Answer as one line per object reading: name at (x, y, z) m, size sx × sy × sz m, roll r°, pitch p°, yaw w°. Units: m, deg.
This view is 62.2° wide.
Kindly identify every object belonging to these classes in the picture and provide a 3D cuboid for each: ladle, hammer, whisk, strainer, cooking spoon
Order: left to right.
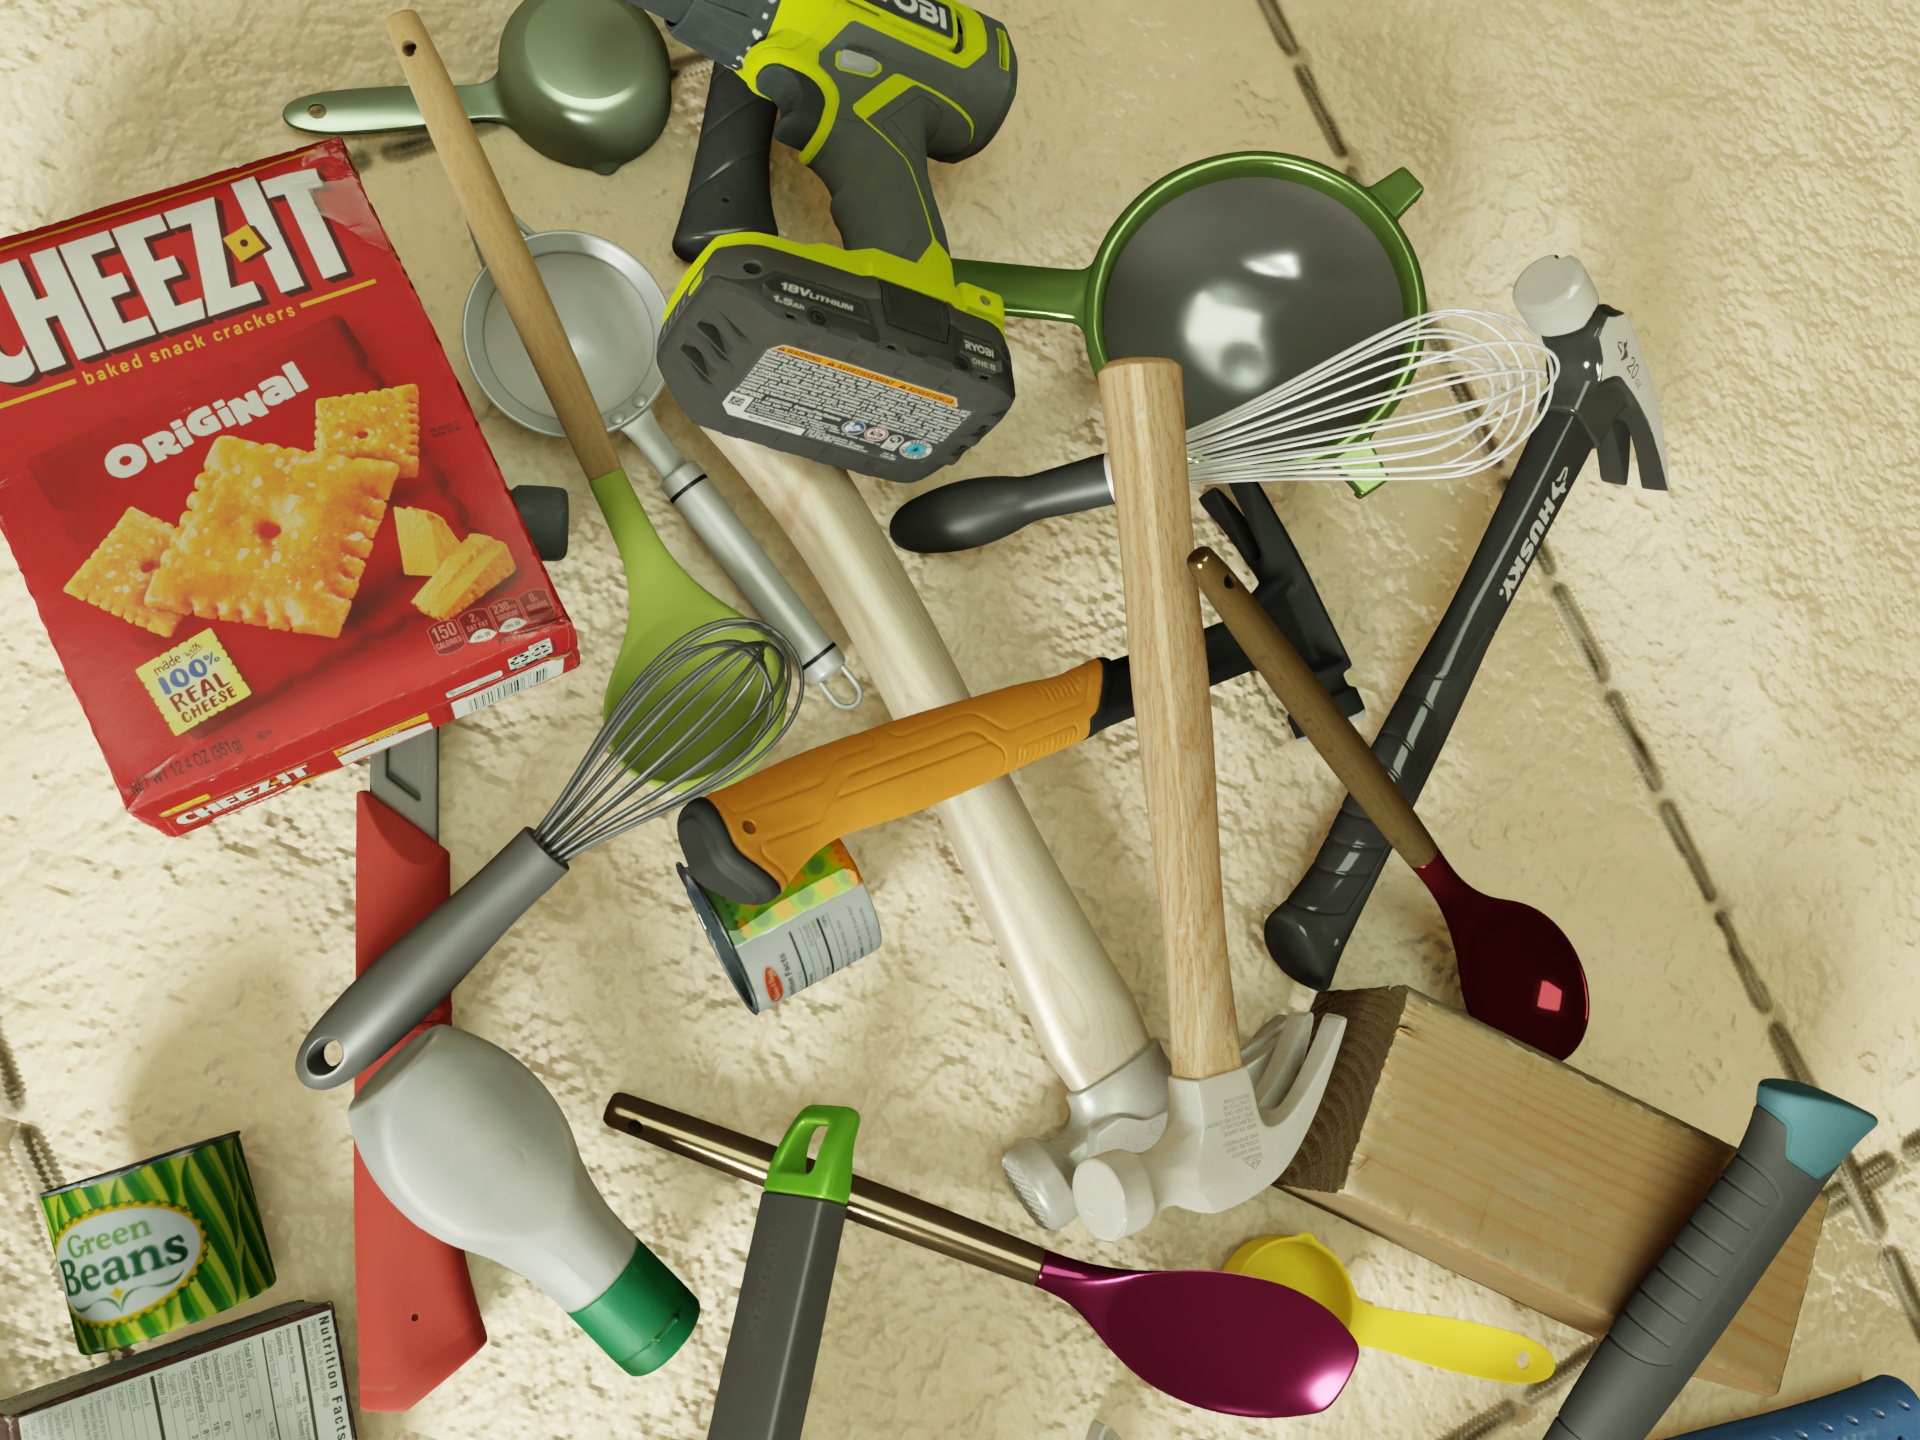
hammer at (-0.227, 0.077, 0.620) m, size 0.149 × 0.036 × 0.359 m, roll -1°, pitch 79°, yaw -13°
whisk at (-0.152, 0.051, 0.589) m, size 0.239 × 0.055 × 0.055 m, roll -44°, pitch 91°, yaw -5°
ladle at (-0.154, -0.120, 0.624) m, size 0.078 × 0.062 × 0.320 m, roll -21°, pitch 102°, yaw 7°
strainer at (-0.124, -0.107, 0.677) m, size 0.087 × 0.050 × 0.258 m, roll -38°, pitch 96°, yaw -12°
hammer at (-0.083, -0.402, 0.744) m, size 0.149 × 0.036 × 0.409 m, roll 11°, pitch 78°, yaw -10°
hammer at (-0.001, -0.002, 0.669) m, size 0.146 × 0.038 × 0.410 m, roll -29°, pitch 92°, yaw -18°
cooking spoon at (0.008, 0.211, 0.640) m, size 0.319 × 0.017 × 0.068 m, roll 21°, pitch 110°, yaw -2°
hammer at (0.032, -0.010, 0.638) m, size 0.337 × 0.034 × 0.127 m, roll -21°, pitch 84°, yaw -37°
strainer at (0.079, -0.183, 0.735) m, size 0.256 × 0.069 × 0.151 m, roll 8°, pitch 83°, yaw 6°
hammer at (0.088, 0.024, 0.626) m, size 0.130 × 0.031 × 0.331 m, roll -6°, pitch 91°, yaw -36°
whisk at (0.102, -0.110, 0.665) m, size 0.284 × 0.070 × 0.070 m, roll -12°, pitch 81°, yaw 19°
ladle at (0.183, 0.041, 0.669) m, size 0.315 × 0.031 × 0.069 m, roll 48°, pitch 63°, yaw -27°
hammer at (0.229, -0.031, 0.725) m, size 0.146 × 0.035 × 0.335 m, roll 35°, pitch 80°, yaw -43°
hammer at (0.236, 0.338, 0.679) m, size 0.405 × 0.035 × 0.144 m, roll -7°, pitch 81°, yaw -14°
hammer at (0.241, 0.277, 0.613) m, size 0.128 × 0.033 × 0.331 m, roll 35°, pitch 90°, yaw -7°

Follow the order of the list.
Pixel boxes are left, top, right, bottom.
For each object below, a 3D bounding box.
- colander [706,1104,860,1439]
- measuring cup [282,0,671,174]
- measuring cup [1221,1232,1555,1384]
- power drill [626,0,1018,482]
colander at (-0.065, 0.344, 0.566) m, size 0.094 × 0.204 × 0.397 m, roll 31°, pitch 62°, yaw -40°
measuring cup at (-0.207, -0.278, 0.689) m, size 0.167 × 0.038 × 0.083 m, roll -13°, pitch 83°, yaw -17°
measuring cup at (0.182, 0.261, 0.686) m, size 0.156 × 0.029 × 0.062 m, roll 17°, pitch 76°, yaw -12°
power drill at (-0.063, -0.224, 0.640) m, size 0.190 × 0.080 × 0.229 m, roll 11°, pitch 62°, yaw -31°
